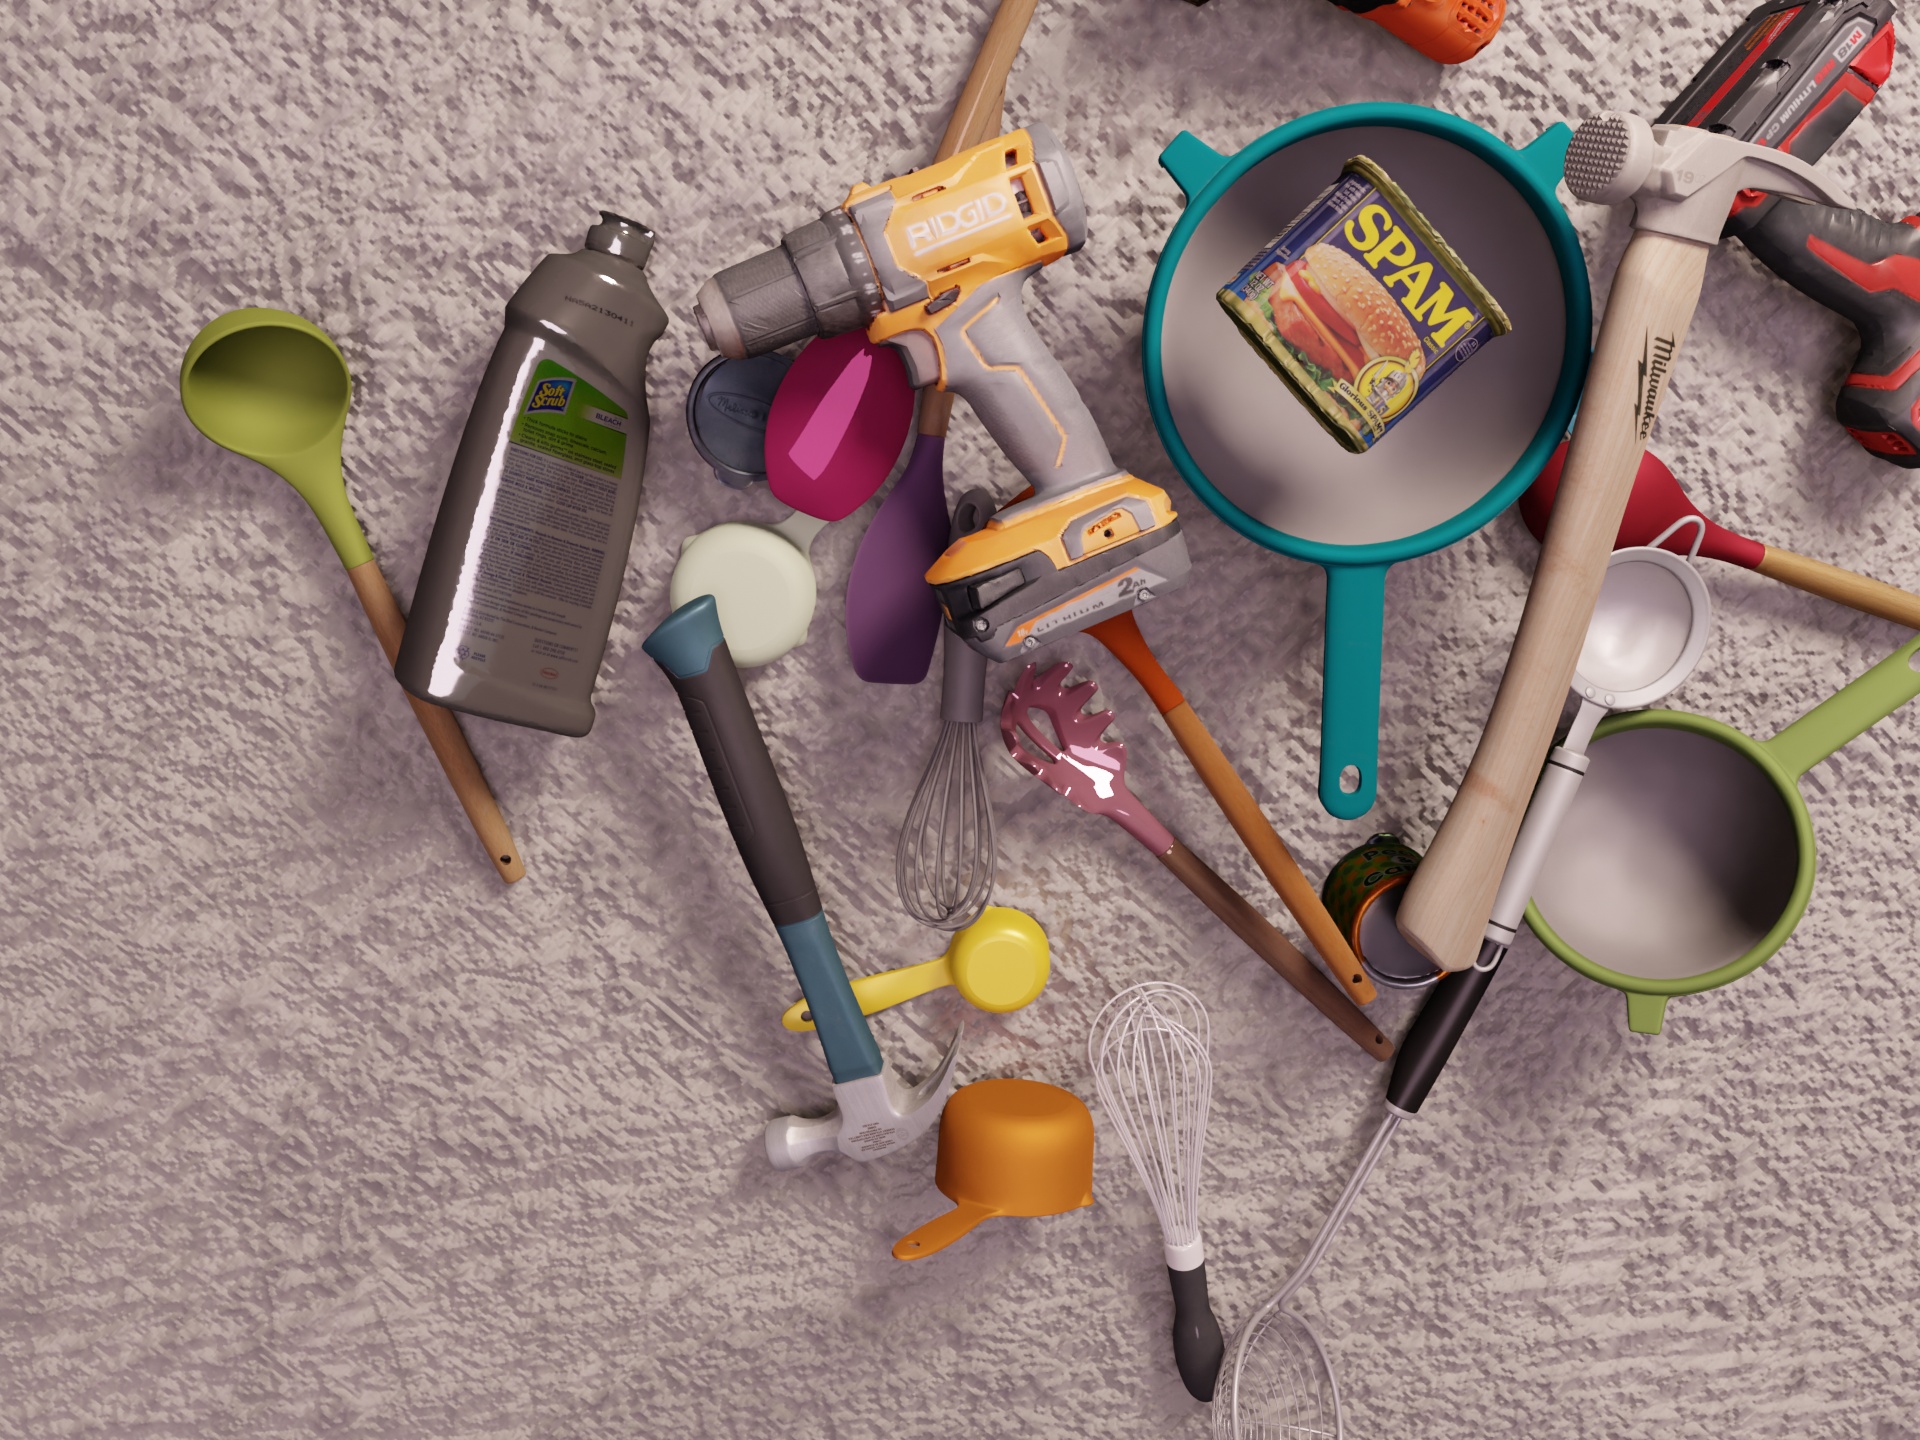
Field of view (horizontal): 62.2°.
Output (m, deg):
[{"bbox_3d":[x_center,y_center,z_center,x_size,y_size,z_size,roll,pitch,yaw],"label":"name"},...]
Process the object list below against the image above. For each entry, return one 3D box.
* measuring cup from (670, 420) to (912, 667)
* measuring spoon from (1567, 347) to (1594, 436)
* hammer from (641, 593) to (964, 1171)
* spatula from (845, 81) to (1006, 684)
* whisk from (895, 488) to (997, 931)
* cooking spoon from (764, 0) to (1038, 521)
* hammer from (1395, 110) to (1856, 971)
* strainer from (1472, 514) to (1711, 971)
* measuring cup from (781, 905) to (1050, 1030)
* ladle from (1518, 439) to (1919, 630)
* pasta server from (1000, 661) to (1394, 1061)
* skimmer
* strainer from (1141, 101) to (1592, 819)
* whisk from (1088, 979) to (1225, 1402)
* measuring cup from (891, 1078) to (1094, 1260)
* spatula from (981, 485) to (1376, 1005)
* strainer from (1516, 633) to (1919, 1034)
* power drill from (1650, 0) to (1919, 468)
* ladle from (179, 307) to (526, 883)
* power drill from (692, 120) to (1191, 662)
[{"bbox_3d":[-0.083,-0.097,0.819,0.083,0.038,0.167,41,99,-11],"label":"measuring cup"},{"bbox_3d":[0.332,-0.144,0.841,0.042,0.021,0.128,-28,112,13],"label":"measuring spoon"},{"bbox_3d":[-0.092,0.092,0.842,0.128,0.033,0.330,-15,109,12],"label":"hammer"},{"bbox_3d":[-0.012,-0.171,0.811,0.059,0.018,0.316,4,103,-33],"label":"spatula"},{"bbox_3d":[-0.002,-0.003,0.844,0.055,0.055,0.239,4,98,-4],"label":"whisk"},{"bbox_3d":[-0.015,-0.248,0.774,0.068,0.017,0.319,22,97,-15],"label":"cooking spoon"},{"bbox_3d":[0.298,-0.065,0.764,0.146,0.038,0.410,2,112,-25],"label":"hammer"},{"bbox_3d":[0.321,0.013,0.836,0.087,0.050,0.258,21,95,-11],"label":"strainer"},{"bbox_3d":[-0.025,0.150,0.884,0.156,0.029,0.062,-17,103,0],"label":"measuring cup"},{"bbox_3d":[0.444,-0.079,0.848,0.315,0.031,0.069,16,123,-11],"label":"ladle"},{"bbox_3d":[0.135,0.086,0.873,0.316,0.040,0.060,43,66,-13],"label":"pasta server"},{"bbox_3d":[0.244,0.288,0.899,0.127,0.090,0.363,18,101,-48],"label":"skimmer"},{"bbox_3d":[0.190,-0.124,0.797,0.211,0.095,0.340,-2,105,-1],"label":"strainer"},{"bbox_3d":[0.124,0.275,0.910,0.070,0.070,0.284,-11,109,0],"label":"whisk"},{"bbox_3d":[0.011,0.233,0.840,0.095,0.173,0.052,7,95,27],"label":"measuring cup"},{"bbox_3d":[0.127,0.013,0.833,0.081,0.041,0.322,-34,89,-8],"label":"spatula"},{"bbox_3d":[0.415,0.041,0.843,0.256,0.069,0.152,-39,63,13],"label":"strainer"},{"bbox_3d":[0.471,-0.261,0.787,0.226,0.080,0.188,39,99,-13],"label":"power drill"},{"bbox_3d":[-0.296,-0.054,0.813,0.078,0.062,0.320,-24,106,-9],"label":"ladle"},{"bbox_3d":[-0.005,-0.143,0.752,0.185,0.084,0.226,-23,103,-5],"label":"power drill"}]
